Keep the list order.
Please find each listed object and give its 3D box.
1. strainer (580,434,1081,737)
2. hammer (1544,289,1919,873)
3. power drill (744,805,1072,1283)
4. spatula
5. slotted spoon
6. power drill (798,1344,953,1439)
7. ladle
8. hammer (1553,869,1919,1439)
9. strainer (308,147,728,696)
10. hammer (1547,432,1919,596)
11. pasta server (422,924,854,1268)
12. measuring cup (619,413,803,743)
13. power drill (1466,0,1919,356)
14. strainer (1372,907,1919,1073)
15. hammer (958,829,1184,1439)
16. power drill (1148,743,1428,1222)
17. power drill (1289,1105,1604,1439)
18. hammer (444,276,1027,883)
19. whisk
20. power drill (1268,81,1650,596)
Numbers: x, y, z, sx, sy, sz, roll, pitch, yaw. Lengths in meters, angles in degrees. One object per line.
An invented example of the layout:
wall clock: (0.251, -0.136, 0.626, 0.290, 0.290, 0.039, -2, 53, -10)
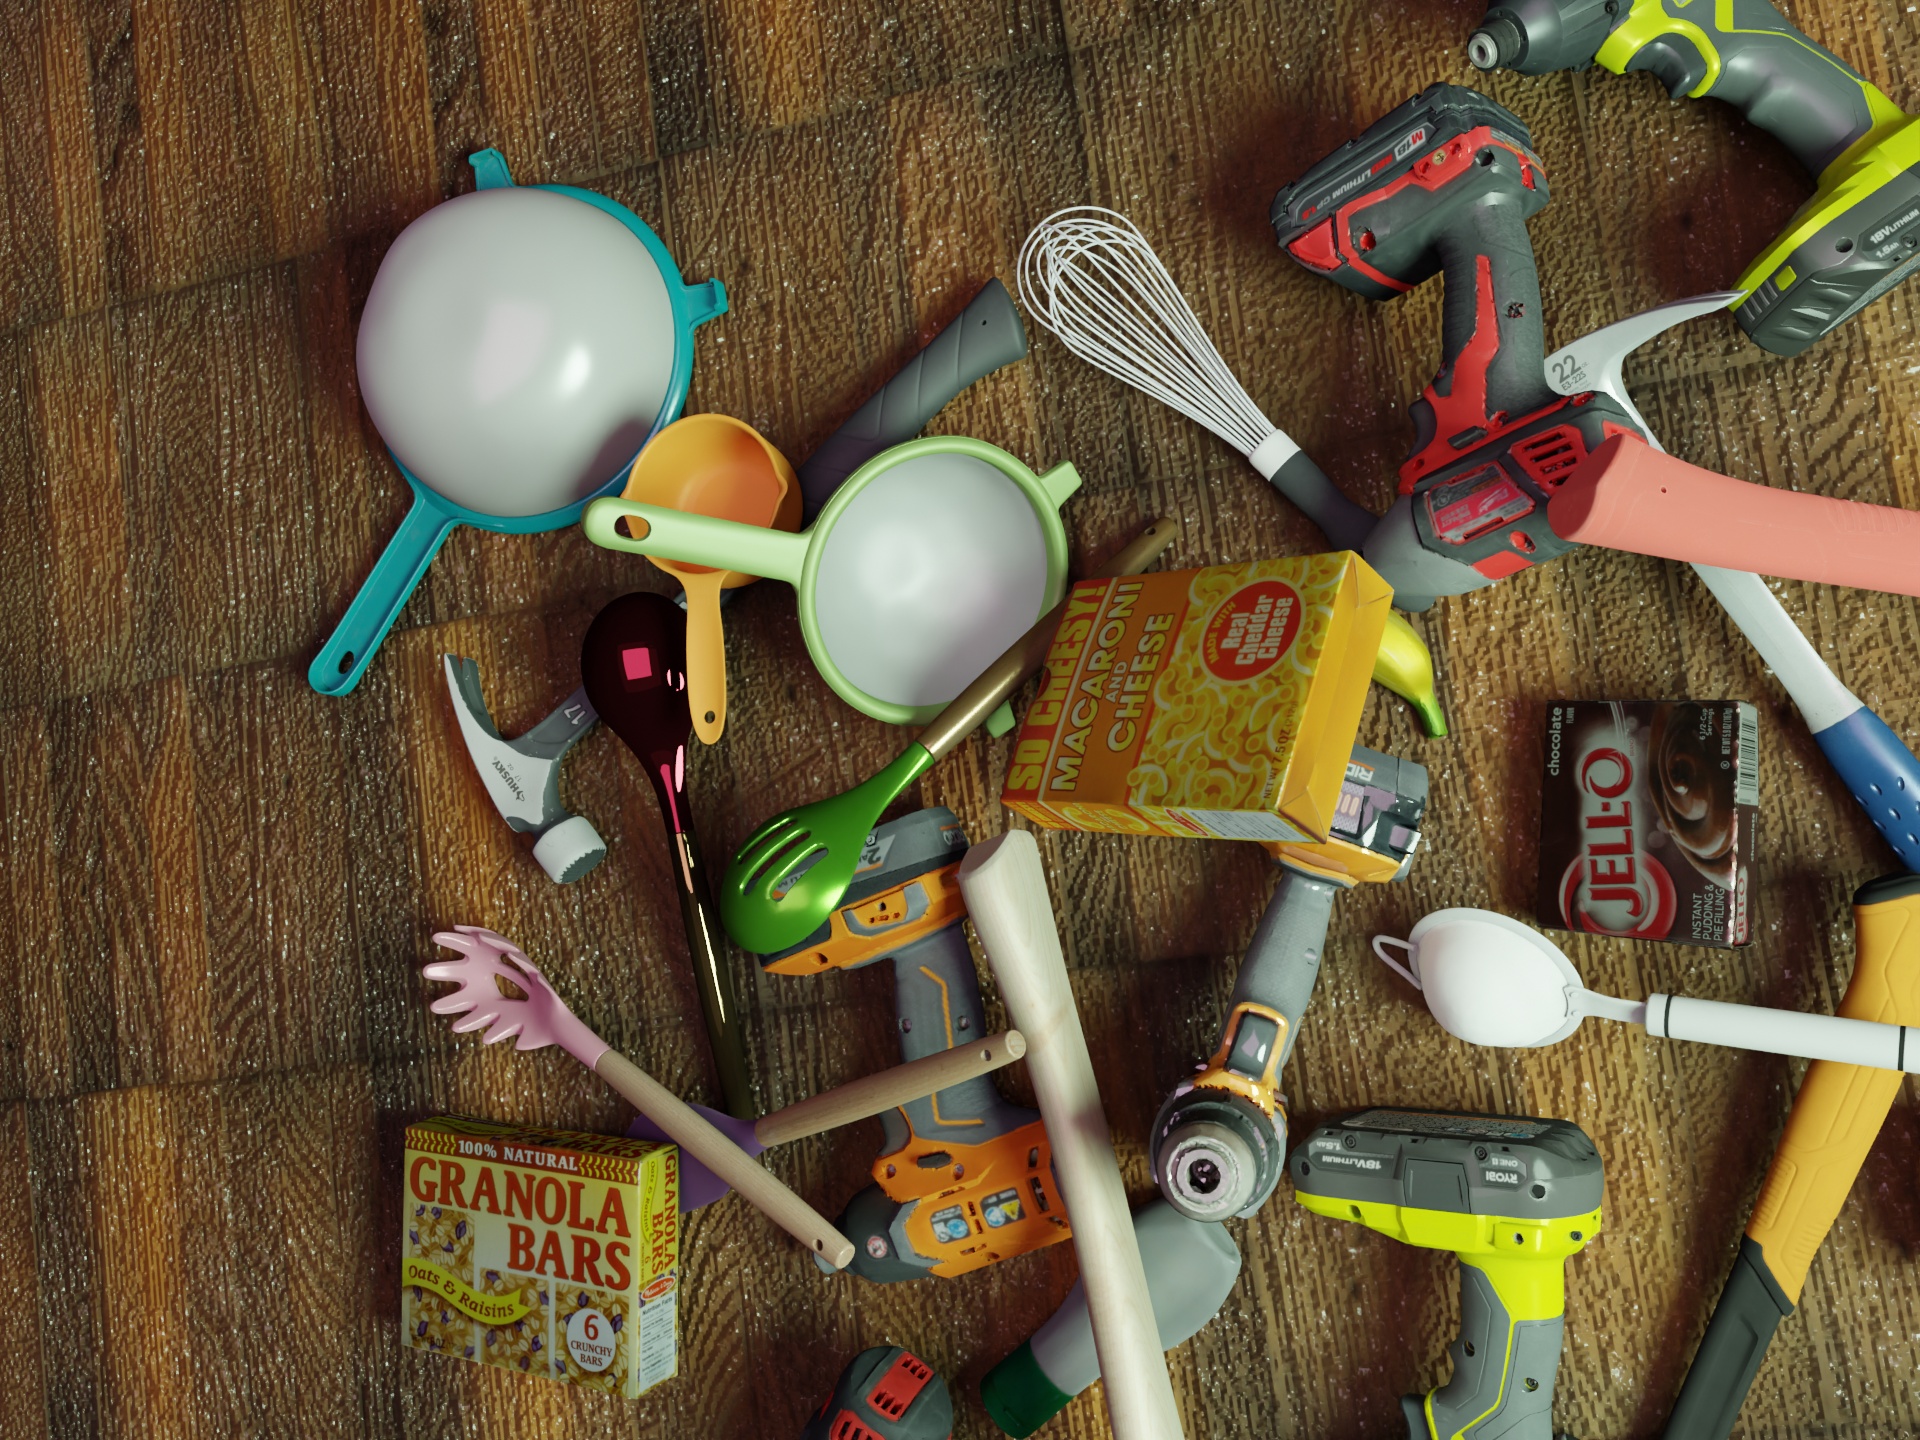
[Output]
strainer: (-0.070, -0.084, 0.806, 0.256, 0.069, 0.151, 8, 104, -27)
hammer: (0.398, -0.012, 0.724, 0.405, 0.035, 0.144, 56, 136, 7)
power drill: (-0.033, 0.175, 0.823, 0.164, 0.084, 0.226, -23, 84, 14)
spatula: (-0.083, 0.198, 0.795, 0.316, 0.018, 0.060, -28, 79, 40)
slotted spoon: (-0.001, -0.003, 0.801, 0.314, 0.031, 0.070, -42, 51, -15)
power drill: (0.002, 0.440, 0.786, 0.227, 0.080, 0.187, 31, 112, 16)
ladle: (-0.147, 0.085, 0.863, 0.069, 0.031, 0.315, -11, 94, 2)
hammer: (0.380, 0.230, 0.713, 0.127, 0.034, 0.337, 20, 98, 16)
strainer: (-0.300, -0.164, 0.910, 0.211, 0.095, 0.340, 33, 93, 15)
hammer: (0.417, -0.058, 0.668, 0.359, 0.037, 0.149, 6, 82, -12)
pasta server: (-0.176, 0.195, 0.838, 0.316, 0.040, 0.060, 28, 105, 33)
measuring cup: (-0.126, -0.072, 0.845, 0.095, 0.052, 0.174, -4, 84, 15)
power drill: (0.356, -0.288, 0.738, 0.171, 0.080, 0.223, -33, 77, -15)
strainer: (0.306, 0.132, 0.716, 0.258, 0.050, 0.086, 3, 127, 32)
hammer: (0.074, 0.251, 0.737, 0.038, 0.146, 0.411, -26, 70, 36)
power drill: (0.143, 0.119, 0.729, 0.084, 0.185, 0.226, 19, 88, 15)
power drill: (0.215, 0.302, 0.739, 0.190, 0.080, 0.228, -5, 84, 34)
hammer: (-0.122, -0.095, 0.890, 0.409, 0.036, 0.149, -42, 76, 7)
whisk: (0.139, -0.160, 0.817, 0.070, 0.070, 0.285, -45, 82, 7)
power drill: (0.226, -0.168, 0.747, 0.143, 0.078, 0.220, -27, 66, 43)
